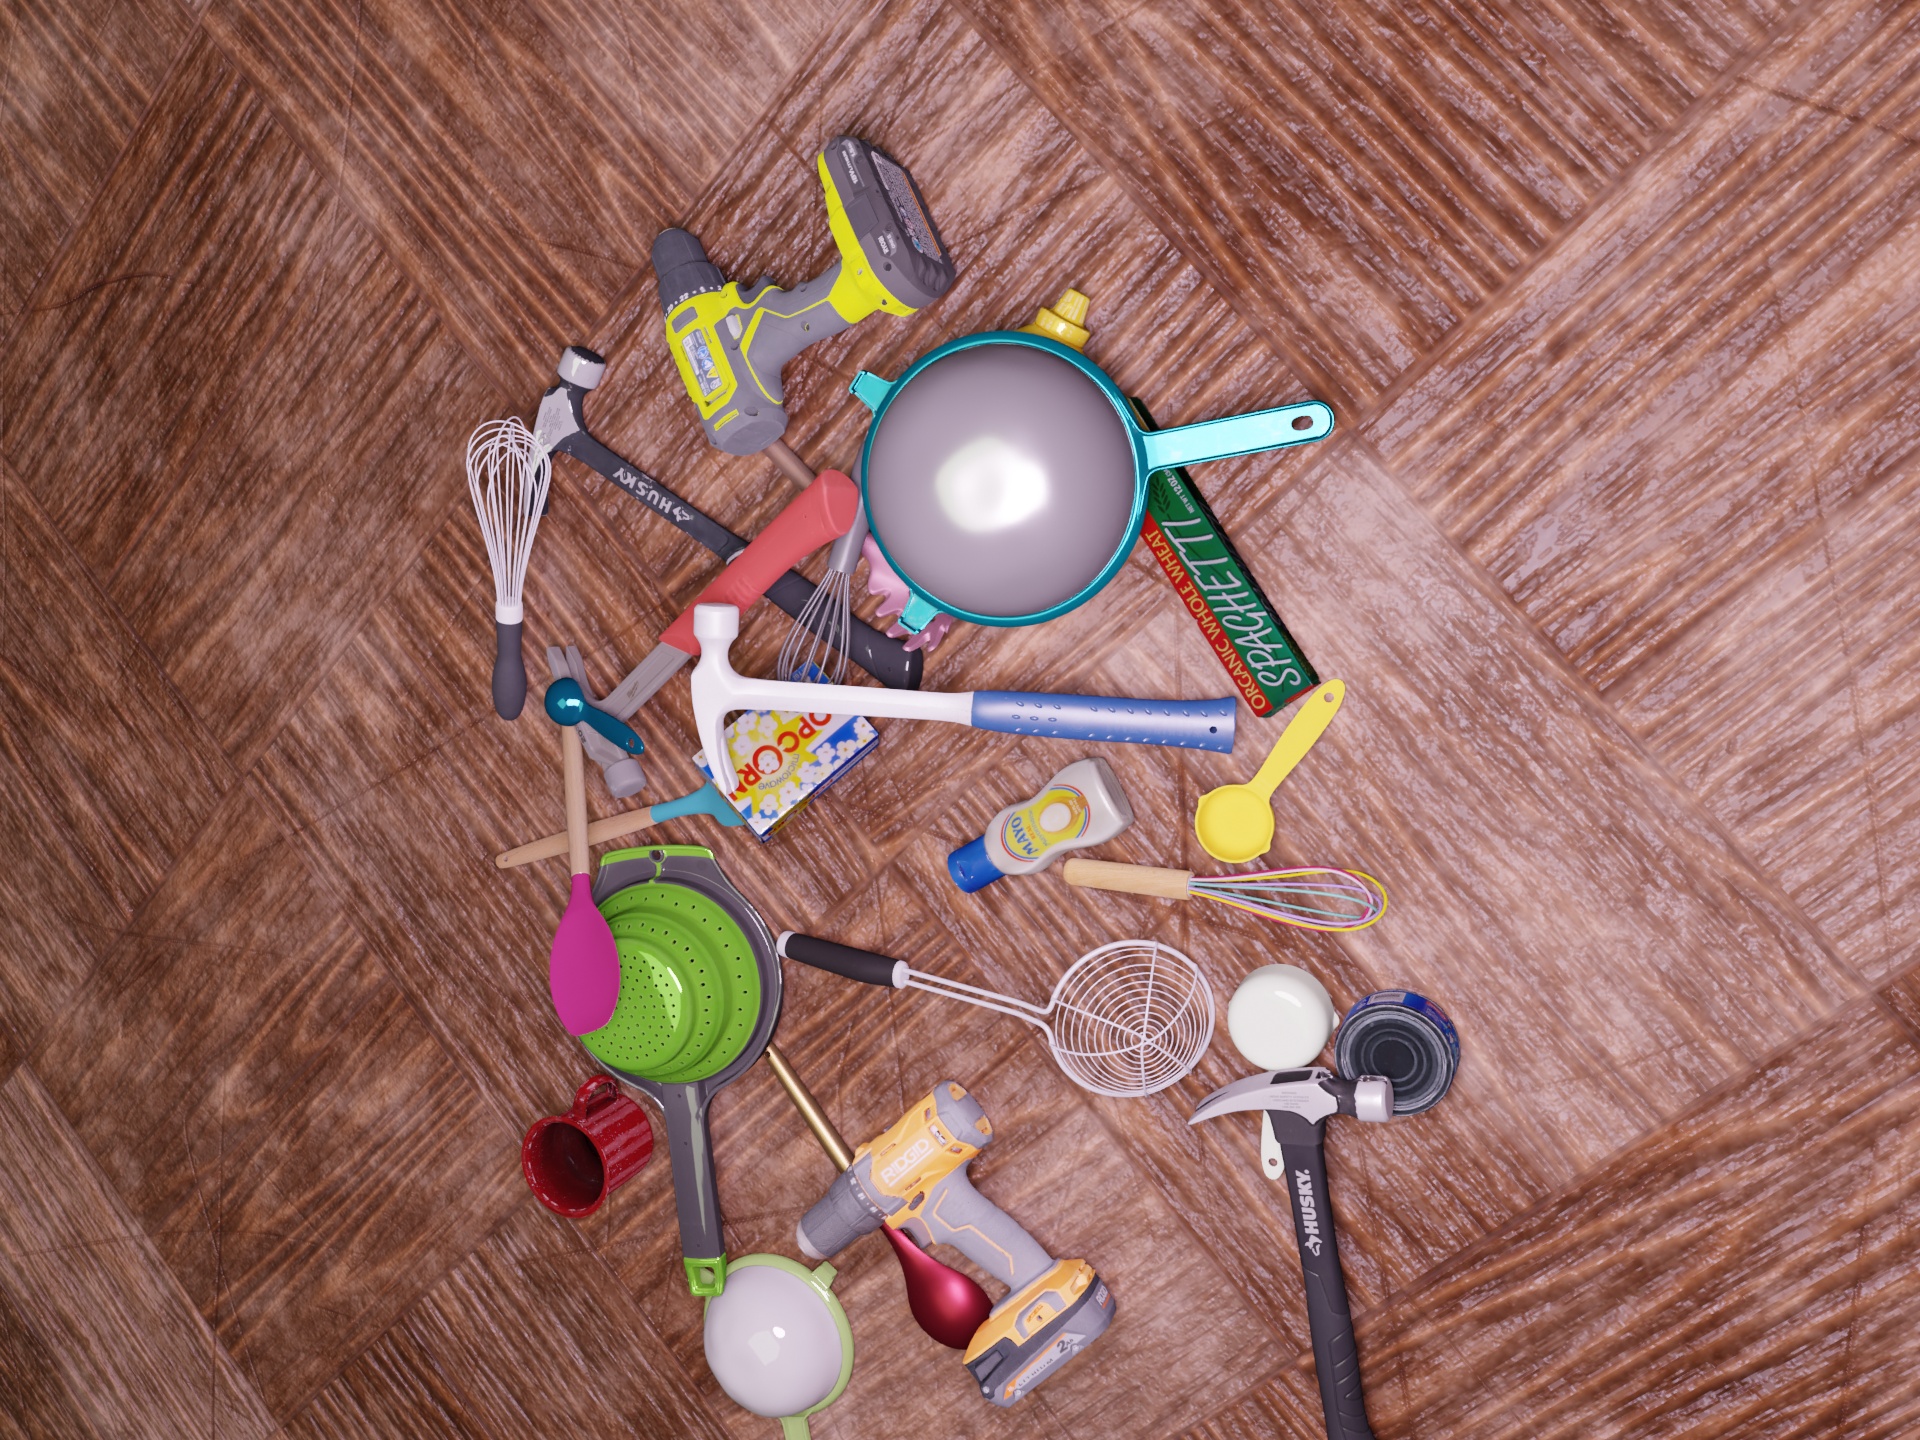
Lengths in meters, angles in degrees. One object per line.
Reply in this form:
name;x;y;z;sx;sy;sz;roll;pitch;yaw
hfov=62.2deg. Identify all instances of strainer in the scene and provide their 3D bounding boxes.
strainer;0.081;-0.171;1.084;0.340;0.095;0.211;-8;100;17
strainer;-0.163;0.600;1.386;0.151;0.069;0.256;-10;93;24

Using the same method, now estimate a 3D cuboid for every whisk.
whisk;0.193;0.122;1.177;0.245;0.051;0.047;4;79;27
whisk;-0.091;-0.117;1.215;0.055;0.055;0.239;23;105;18
whisk;-0.383;-0.123;1.352;0.070;0.070;0.284;21;123;19

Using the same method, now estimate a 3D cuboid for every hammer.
hammer;0.263;0.414;1.174;0.146;0.035;0.334;-5;103;27
hammer;-0.207;-0.088;1.266;0.359;0.036;0.149;-39;70;34
hammer;-0.197;-0.140;1.302;0.409;0.036;0.149;35;111;14
hammer;-0.002;-0.004;1.181;0.405;0.035;0.144;4;101;7

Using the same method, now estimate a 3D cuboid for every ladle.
ladle;-0.078;0.398;1.343;0.069;0.031;0.315;-40;80;19

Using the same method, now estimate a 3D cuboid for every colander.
colander;-0.250;0.308;1.335;0.204;0.094;0.397;-5;95;16

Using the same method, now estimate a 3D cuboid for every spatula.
spatula;-0.291;0.085;1.374;0.317;0.044;0.082;-18;76;26

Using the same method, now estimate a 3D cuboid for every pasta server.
pasta server;-0.114;-0.176;1.258;0.316;0.040;0.060;46;118;12

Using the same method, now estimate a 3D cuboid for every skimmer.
skimmer;0.019;0.208;1.268;0.363;0.090;0.127;9;105;32

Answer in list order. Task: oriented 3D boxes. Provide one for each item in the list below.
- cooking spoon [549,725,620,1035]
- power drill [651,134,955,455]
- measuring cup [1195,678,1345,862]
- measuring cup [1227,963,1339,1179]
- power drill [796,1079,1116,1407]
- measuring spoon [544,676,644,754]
cooking spoon;-0.317;0.106;1.322;0.069;0.017;0.319;-22;61;20
power drill;-0.134;-0.338;1.215;0.228;0.080;0.191;-29;75;26
measuring cup;0.230;0.035;1.156;0.062;0.029;0.156;38;99;14
measuring cup;0.233;0.266;1.177;0.083;0.038;0.167;5;98;23
power drill;-0.009;0.430;1.272;0.185;0.084;0.226;-41;79;8
measuring spoon;-0.308;0.001;1.318;0.129;0.021;0.042;27;111;36
